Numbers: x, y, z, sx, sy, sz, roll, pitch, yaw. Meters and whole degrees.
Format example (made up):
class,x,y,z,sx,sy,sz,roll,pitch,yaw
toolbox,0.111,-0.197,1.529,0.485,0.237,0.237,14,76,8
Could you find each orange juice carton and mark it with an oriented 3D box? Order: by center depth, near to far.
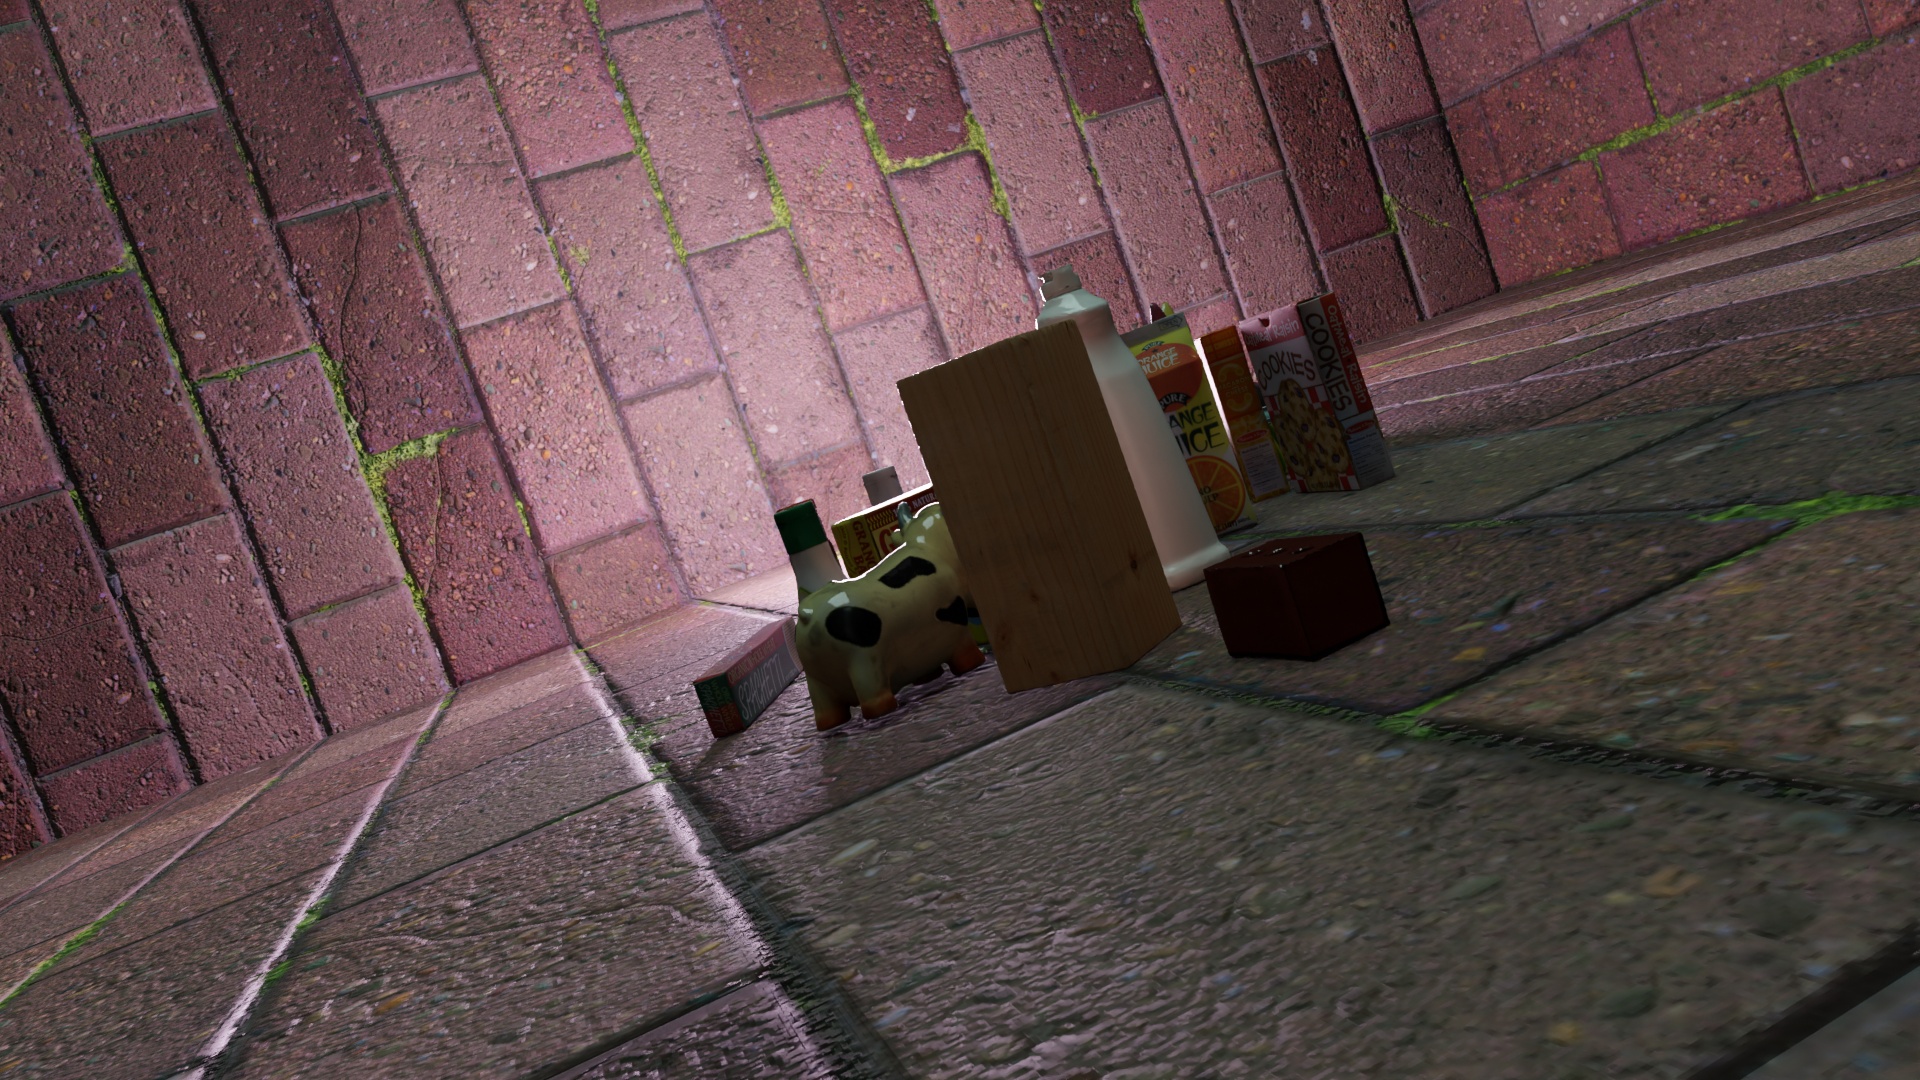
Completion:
class,x,y,z,sx,sy,sz,roll,pitch,yaw
orange juice carton,0.191,-0.096,1.206,0.072,0.192,0.073,-19,4,10

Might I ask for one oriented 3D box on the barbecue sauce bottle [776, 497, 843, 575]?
class,x,y,z,sx,sy,sz,roll,pitch,yaw
barbecue sauce bottle,-0.126,0.036,1.266,0.044,0.148,0.065,-20,4,-2

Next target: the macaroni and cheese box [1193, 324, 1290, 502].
class,x,y,z,sx,sy,sz,roll,pitch,yaw
macaroni and cheese box,0.273,-0.126,1.365,0.040,0.166,0.124,-19,4,8

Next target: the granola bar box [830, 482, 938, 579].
class,x,y,z,sx,sy,sz,roll,pitch,yaw
granola bar box,-0.034,0.021,1.217,0.039,0.124,0.166,-17,5,31

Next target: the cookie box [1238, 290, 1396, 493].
class,x,y,z,sx,sy,sz,roll,pitch,yaw
cookie box,0.309,-0.126,1.218,0.040,0.167,0.123,-21,4,-11

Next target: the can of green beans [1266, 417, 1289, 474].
class,x,y,z,sx,sy,sz,roll,pitch,yaw
can of green beans,0.332,-0.099,1.477,0.071,0.057,0.071,-20,5,2

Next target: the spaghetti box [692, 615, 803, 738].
class,x,y,z,sx,sy,sz,roll,pitch,yaw
spaghetti box,-0.175,0.113,1.191,0.028,0.050,0.250,-19,5,8

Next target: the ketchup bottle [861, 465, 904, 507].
class,x,y,z,sx,sy,sz,roll,pitch,yaw
ketchup bottle,-0.063,-0.004,1.463,0.043,0.148,0.065,-18,5,24

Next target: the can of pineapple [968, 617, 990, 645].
class,x,y,z,sx,sy,sz,roll,pitch,yaw
can of pineapple,0.026,0.045,1.094,0.071,0.058,0.071,-20,5,2

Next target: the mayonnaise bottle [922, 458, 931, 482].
class,x,y,z,sx,sy,sz,roll,pitch,yaw
mayonnaise bottle,0.005,-0.017,1.334,0.065,0.148,0.041,-23,5,-37

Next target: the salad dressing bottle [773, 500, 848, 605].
class,x,y,z,sx,sy,sz,roll,pitch,yaw
salad dressing bottle,-0.120,0.040,1.201,0.044,0.147,0.064,-23,5,-36
